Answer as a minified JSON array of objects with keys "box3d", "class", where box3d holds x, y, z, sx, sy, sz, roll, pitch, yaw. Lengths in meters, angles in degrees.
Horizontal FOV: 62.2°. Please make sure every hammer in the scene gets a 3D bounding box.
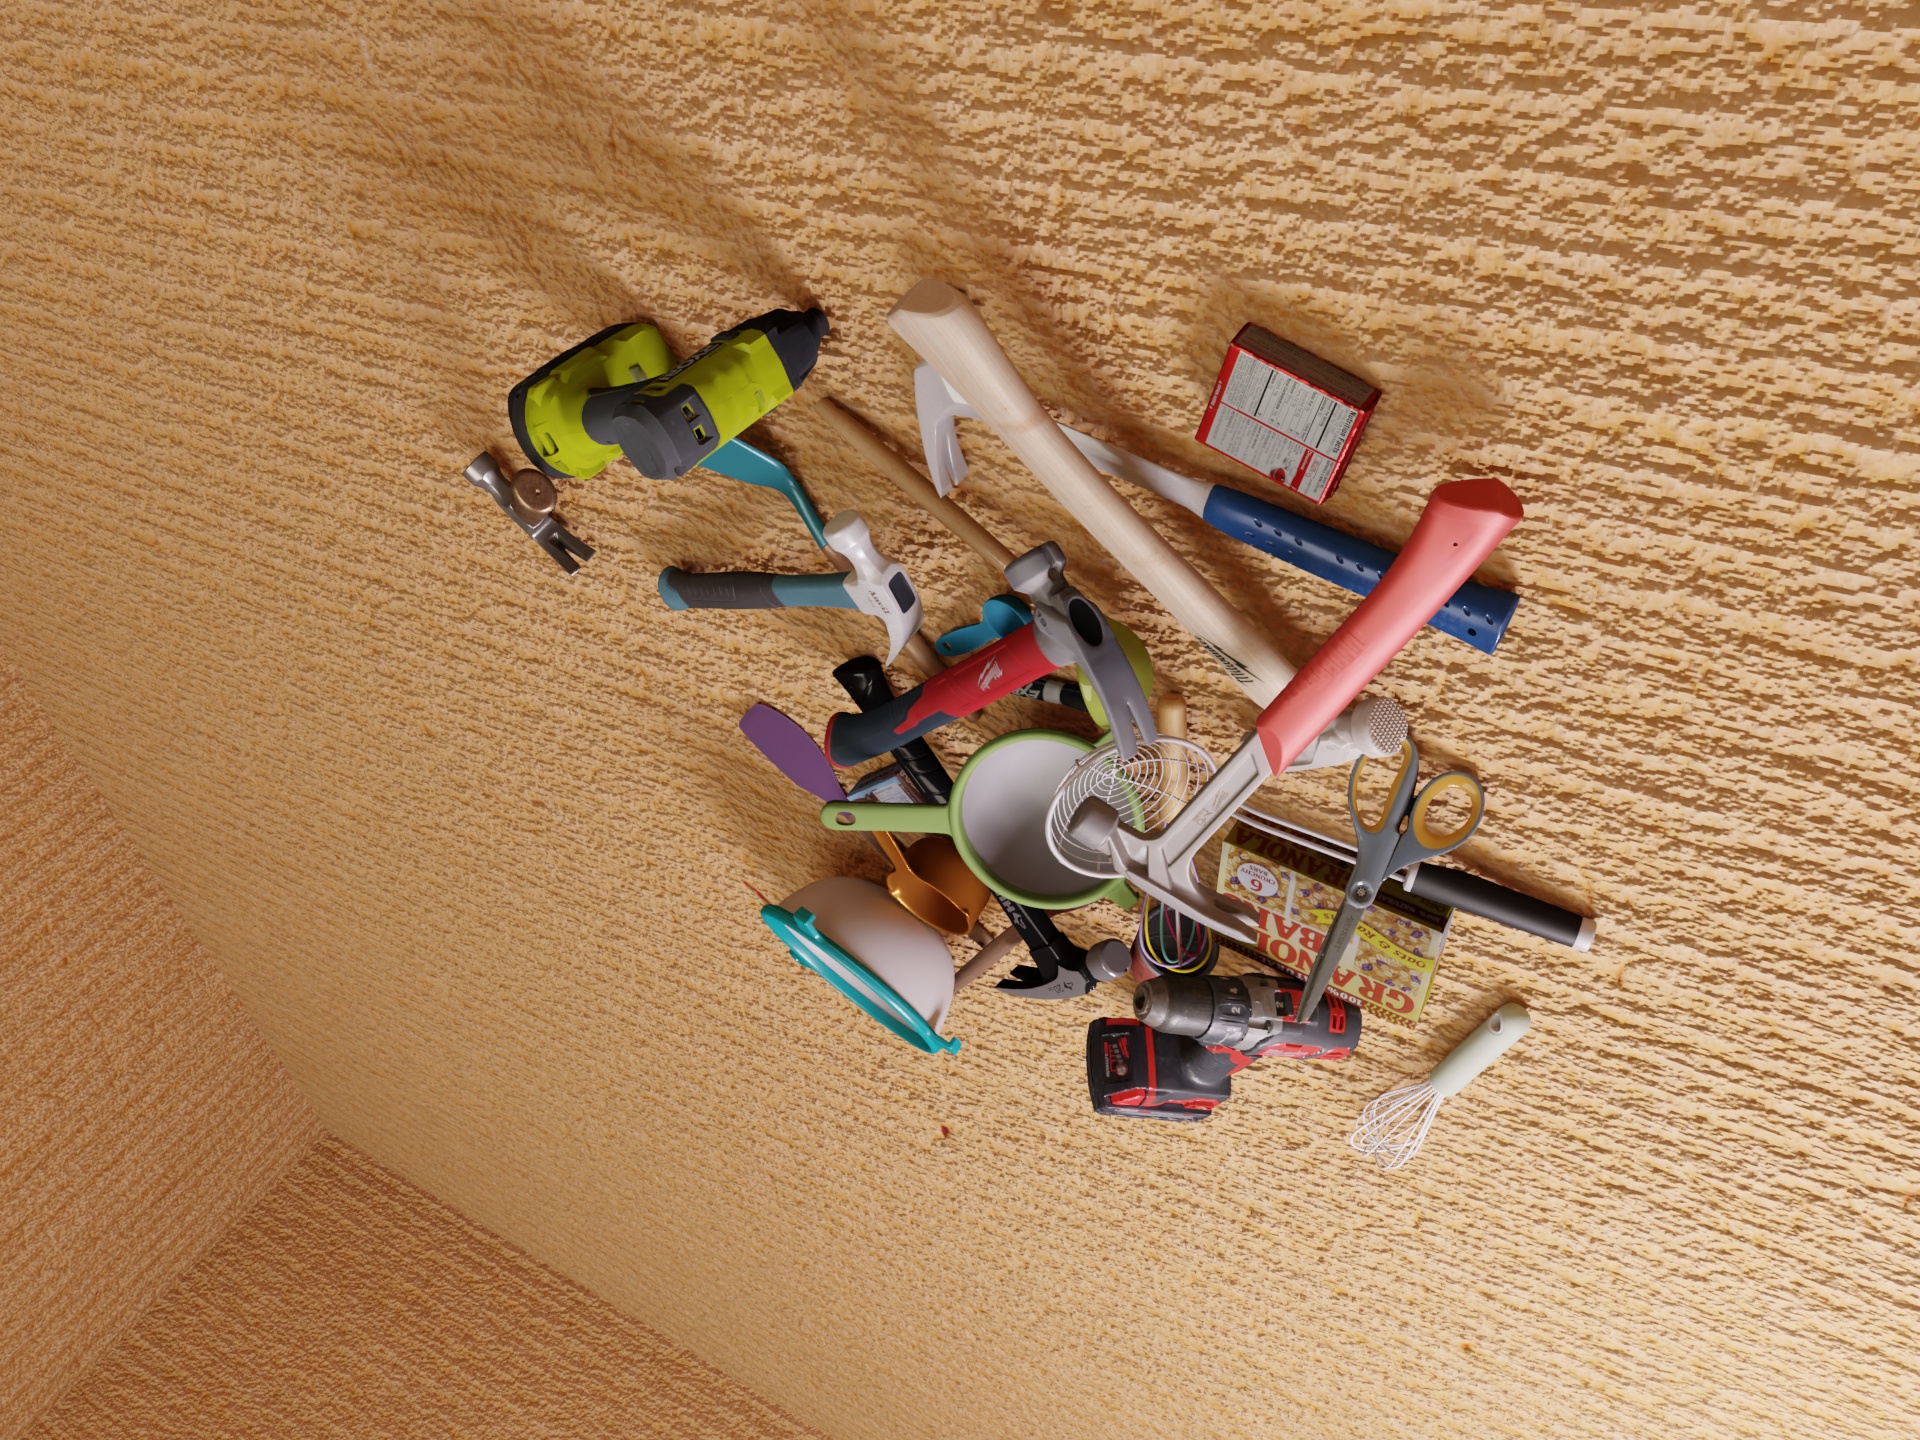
[{"box3d":[-0.146,-0.104,1.250,0.331,0.033,0.128,6,140,51],"class":"hammer"},{"box3d":[0.215,-0.002,0.962,0.149,0.037,0.359,31,129,-7],"class":"hammer"},{"box3d":[-0.345,-0.173,1.282,0.130,0.031,0.331,45,172,-15],"class":"hammer"},{"box3d":[0.102,-0.109,0.992,0.410,0.038,0.146,43,154,-20],"class":"hammer"},{"box3d":[-0.002,-0.004,1.141,0.143,0.038,0.386,61,150,-2],"class":"hammer"},{"box3d":[0.000,0.089,1.314,0.335,0.035,0.146,55,142,-2],"class":"hammer"},{"box3d":[0.145,-0.137,0.994,0.406,0.035,0.144,27,141,18],"class":"hammer"}]

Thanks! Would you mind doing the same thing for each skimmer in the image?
[{"box3d":[0.240,0.101,1.074,0.363,0.090,0.127,19,128,15],"class":"skimmer"}]

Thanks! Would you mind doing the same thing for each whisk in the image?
[{"box3d":[0.369,0.282,1.225,0.059,0.058,0.246,7,141,-13],"class":"whisk"},{"box3d":[0.163,0.089,1.187,0.047,0.051,0.244,29,134,45],"class":"whisk"}]

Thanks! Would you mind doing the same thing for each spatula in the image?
[{"box3d":[-0.094,-0.110,1.229,0.317,0.044,0.082,49,154,-14],"class":"spatula"},{"box3d":[-0.080,0.101,1.458,0.316,0.018,0.059,45,132,-5],"class":"spatula"}]

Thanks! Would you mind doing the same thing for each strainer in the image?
[{"box3d":[0.020,0.065,1.241,0.256,0.069,0.151,0,112,16],"class":"strainer"},{"box3d":[-0.098,0.214,1.545,0.211,0.095,0.340,42,166,-11],"class":"strainer"}]

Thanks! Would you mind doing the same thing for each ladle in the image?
[{"box3d":[0.009,-0.115,1.108,0.320,0.078,0.062,42,111,13],"class":"ladle"}]

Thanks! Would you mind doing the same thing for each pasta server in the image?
[{"box3d":[0.055,0.180,1.396,0.060,0.040,0.316,41,143,0],"class":"pasta server"}]

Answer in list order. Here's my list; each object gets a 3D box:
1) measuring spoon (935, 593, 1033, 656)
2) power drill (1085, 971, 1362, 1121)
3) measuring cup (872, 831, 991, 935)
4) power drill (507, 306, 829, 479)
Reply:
[{"box3d":[0.018,-0.071,1.199,0.042,0.021,0.128,50,152,-13],"class":"measuring spoon"},{"box3d":[0.182,0.254,1.269,0.187,0.080,0.226,11,151,-23],"class":"power drill"},{"box3d":[-0.033,0.115,1.383,0.095,0.052,0.173,10,142,42],"class":"measuring cup"},{"box3d":[-0.204,-0.232,1.113,0.223,0.171,0.080,9,134,48],"class":"power drill"}]
